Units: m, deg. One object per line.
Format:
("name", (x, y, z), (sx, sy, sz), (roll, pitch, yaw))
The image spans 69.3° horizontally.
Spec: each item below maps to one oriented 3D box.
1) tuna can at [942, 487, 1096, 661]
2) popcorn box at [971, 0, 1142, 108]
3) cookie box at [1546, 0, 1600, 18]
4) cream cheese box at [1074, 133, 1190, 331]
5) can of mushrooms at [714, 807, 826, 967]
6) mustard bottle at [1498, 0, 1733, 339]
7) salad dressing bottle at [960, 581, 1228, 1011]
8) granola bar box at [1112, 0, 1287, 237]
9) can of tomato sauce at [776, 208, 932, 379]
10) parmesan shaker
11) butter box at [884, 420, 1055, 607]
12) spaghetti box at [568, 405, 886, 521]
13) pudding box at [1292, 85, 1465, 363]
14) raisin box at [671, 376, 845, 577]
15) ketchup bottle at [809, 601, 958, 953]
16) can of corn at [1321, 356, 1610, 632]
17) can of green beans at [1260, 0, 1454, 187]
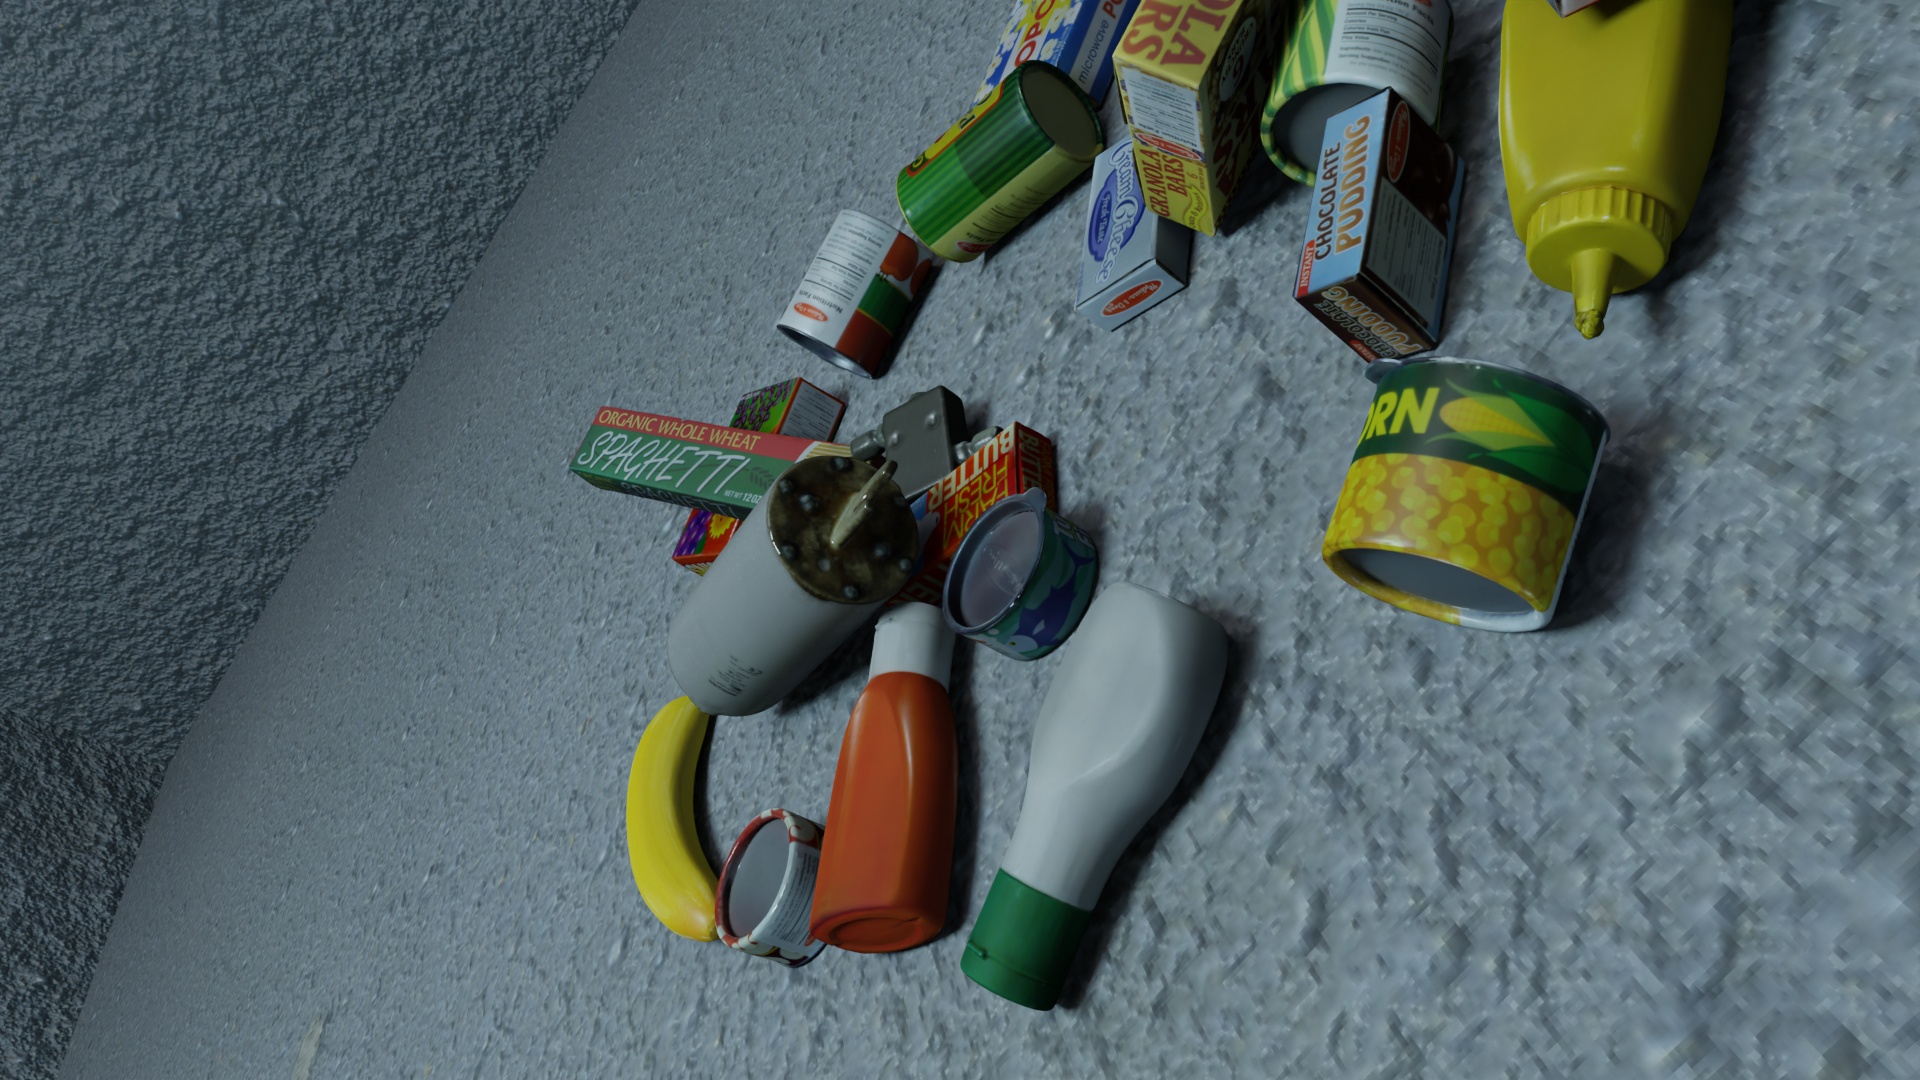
("tuna can", (0.027, 0.014, 0.597), (0.070, 0.033, 0.071), (-38, 36, 35))
("popcorn box", (0.064, -0.305, 0.815), (0.085, 0.038, 0.127), (0, 65, 58))
("cookie box", (0.238, -0.240, 0.422), (0.167, 0.040, 0.123), (-23, 41, 16))
("cream cheese box", (0.085, -0.155, 0.664), (0.053, 0.024, 0.104), (-26, 44, 45))
("can of mushrooms", (-0.084, 0.159, 0.642), (0.070, 0.033, 0.071), (-37, 37, 36))
("mustard bottle", (0.200, -0.127, 0.432), (0.065, 0.049, 0.161), (-10, 57, 47))
("salad dressing bottle", (0.045, 0.089, 0.491), (0.064, 0.044, 0.148), (15, 79, 58))
("granola bar box", (0.121, -0.229, 0.575), (0.039, 0.124, 0.165), (25, 83, 18))
("can of tomato sauce", (-0.064, -0.151, 0.855), (0.083, 0.071, 0.071), (-62, 29, -3))
("parmesan shaker", (0.023, -0.210, 0.771), (0.102, 0.071, 0.071), (-31, 40, 41))
("butter box", (0.002, -0.008, 0.664), (0.103, 0.024, 0.053), (-37, 38, 37))
("spaghetti box", (-0.143, -0.042, 0.830), (0.250, 0.028, 0.050), (12, 70, 38))
("pudding box", (0.151, -0.112, 0.496), (0.030, 0.049, 0.084), (-13, 54, 50))
("raisin box", (-0.129, -0.036, 0.882), (0.086, 0.040, 0.124), (-6, 58, 55))
("ketchup bottle", (-0.027, 0.097, 0.598), (0.064, 0.043, 0.149), (-31, 40, 41))
("can of corn", (0.142, -0.013, 0.401), (0.071, 0.071, 0.058), (3, 68, 58))
("can of green beans", (0.152, -0.176, 0.534), (0.071, 0.071, 0.058), (-17, 51, 52))
